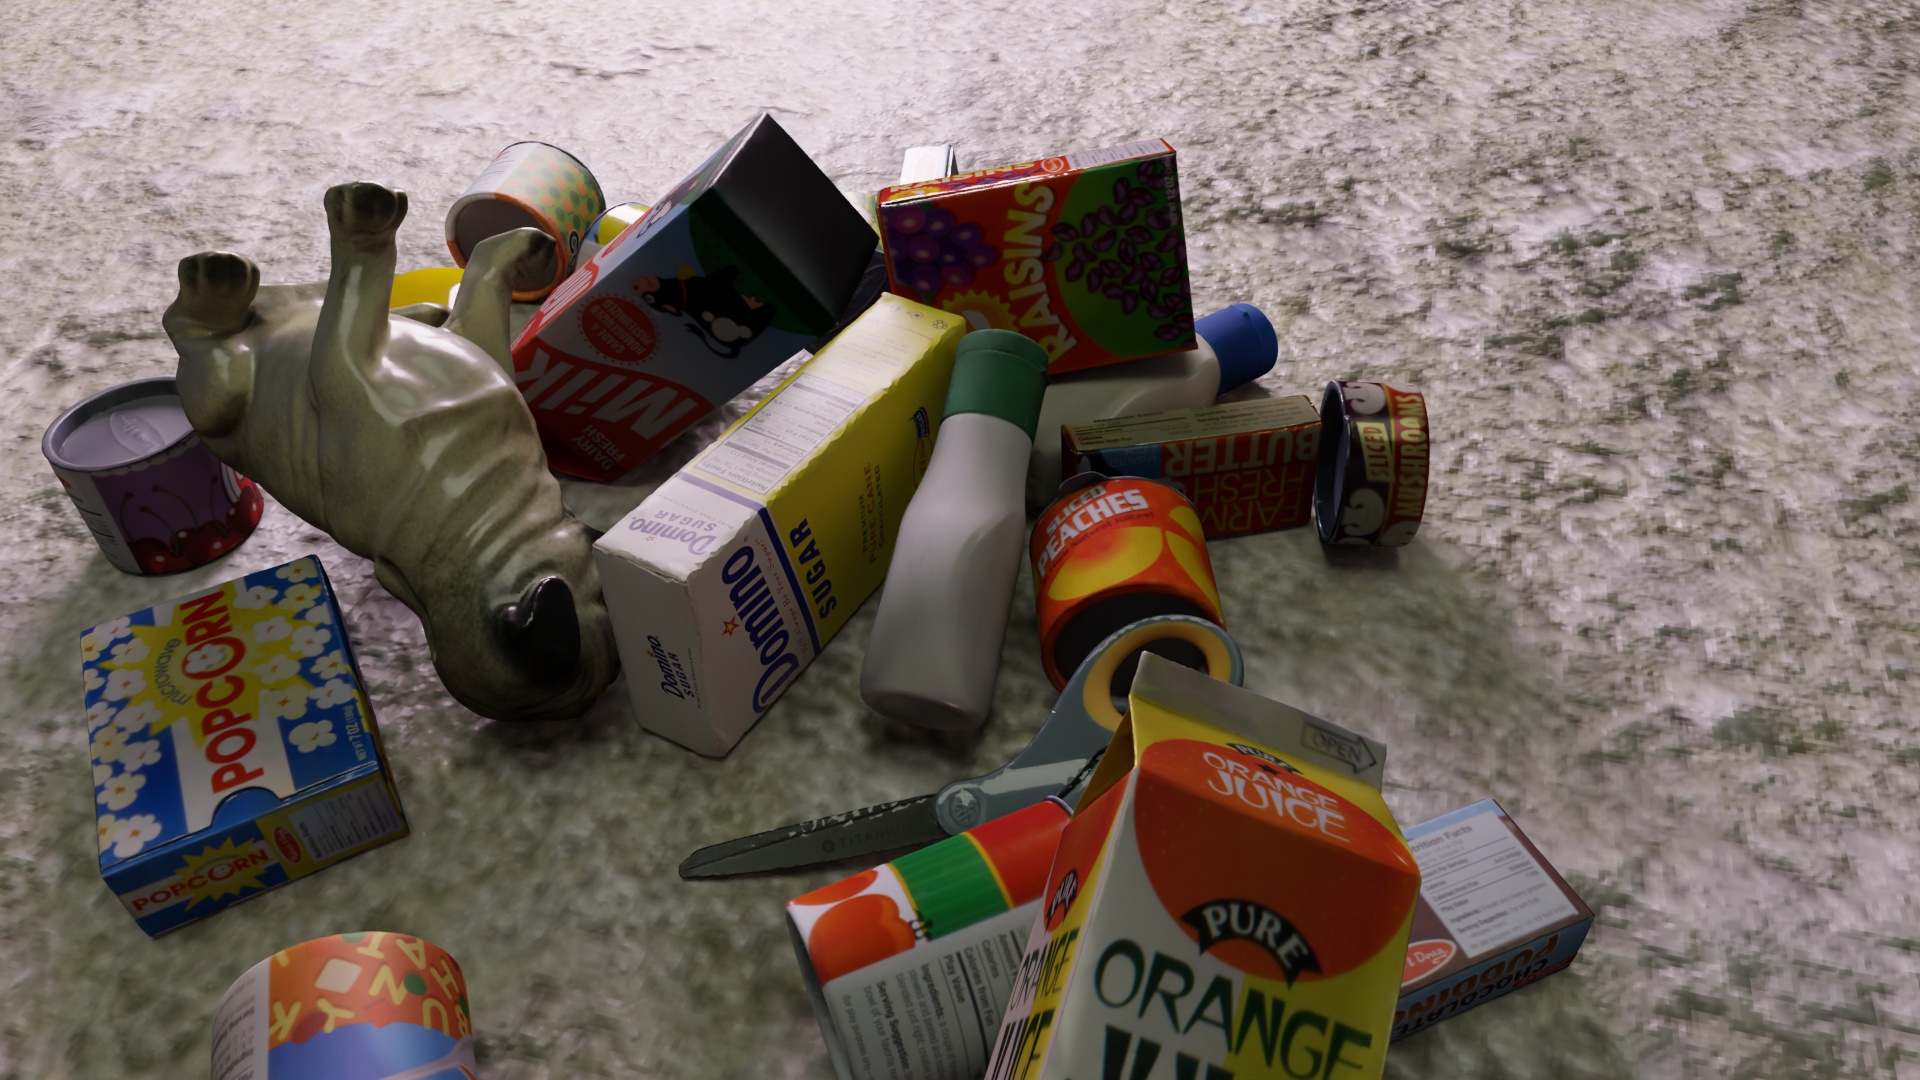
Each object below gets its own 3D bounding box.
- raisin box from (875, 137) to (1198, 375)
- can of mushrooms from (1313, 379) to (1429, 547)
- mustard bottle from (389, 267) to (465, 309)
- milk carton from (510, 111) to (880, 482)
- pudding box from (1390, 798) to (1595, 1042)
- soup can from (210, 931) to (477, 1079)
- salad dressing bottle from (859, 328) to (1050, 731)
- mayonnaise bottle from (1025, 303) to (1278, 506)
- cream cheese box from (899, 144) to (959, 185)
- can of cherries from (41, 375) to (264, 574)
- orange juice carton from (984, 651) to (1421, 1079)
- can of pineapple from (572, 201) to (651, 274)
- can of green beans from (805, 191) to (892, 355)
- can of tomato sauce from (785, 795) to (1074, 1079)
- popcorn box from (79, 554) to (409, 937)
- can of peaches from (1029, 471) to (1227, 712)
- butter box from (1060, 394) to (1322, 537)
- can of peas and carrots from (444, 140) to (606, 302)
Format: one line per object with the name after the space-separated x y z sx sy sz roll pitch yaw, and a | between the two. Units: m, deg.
0.032 -0.114 0.585 0.123 0.085 0.040 -9 26 3 | raisin box
0.162 -0.031 0.551 0.033 0.070 0.071 3 41 5 | can of mushrooms
-0.241 -0.067 0.634 0.065 0.048 0.161 -14 43 -9 | mustard bottle
-0.132 -0.091 0.599 0.190 0.073 0.073 -28 29 33 | milk carton
0.137 0.114 0.416 0.084 0.030 0.050 -16 44 -15 | pudding box
-0.156 0.156 0.361 0.071 0.071 0.084 -16 42 -14 | soup can
0.002 -0.006 0.509 0.044 0.064 0.148 5 66 19 | salad dressing bottle
0.076 -0.065 0.619 0.148 0.041 0.065 -25 41 -25 | mayonnaise bottle
-0.007 -0.125 0.644 0.024 0.103 0.054 -5 39 9 | cream cheese box
-0.337 -0.029 0.589 0.071 0.058 0.072 -2 40 2 | can of cherries
0.048 0.122 0.322 0.072 0.072 0.193 22 65 -1 | orange juice carton
-0.145 -0.128 0.685 0.058 0.070 0.071 24 48 27 | can of pineapple
-0.053 -0.128 0.679 0.071 0.071 0.058 -4 41 -1 | can of green beans
-0.001 0.118 0.394 0.083 0.070 0.071 -18 43 -16 | can of tomato sauce
-0.254 0.066 0.490 0.085 0.038 0.127 -21 44 -21 | popcorn box
0.058 0.019 0.500 0.071 0.070 0.058 -3 42 0 | can of peaches
0.093 -0.027 0.564 0.103 0.052 0.024 -8 38 -6 | butter box
-0.228 -0.167 0.738 0.071 0.070 0.059 5 42 9 | can of peas and carrots
